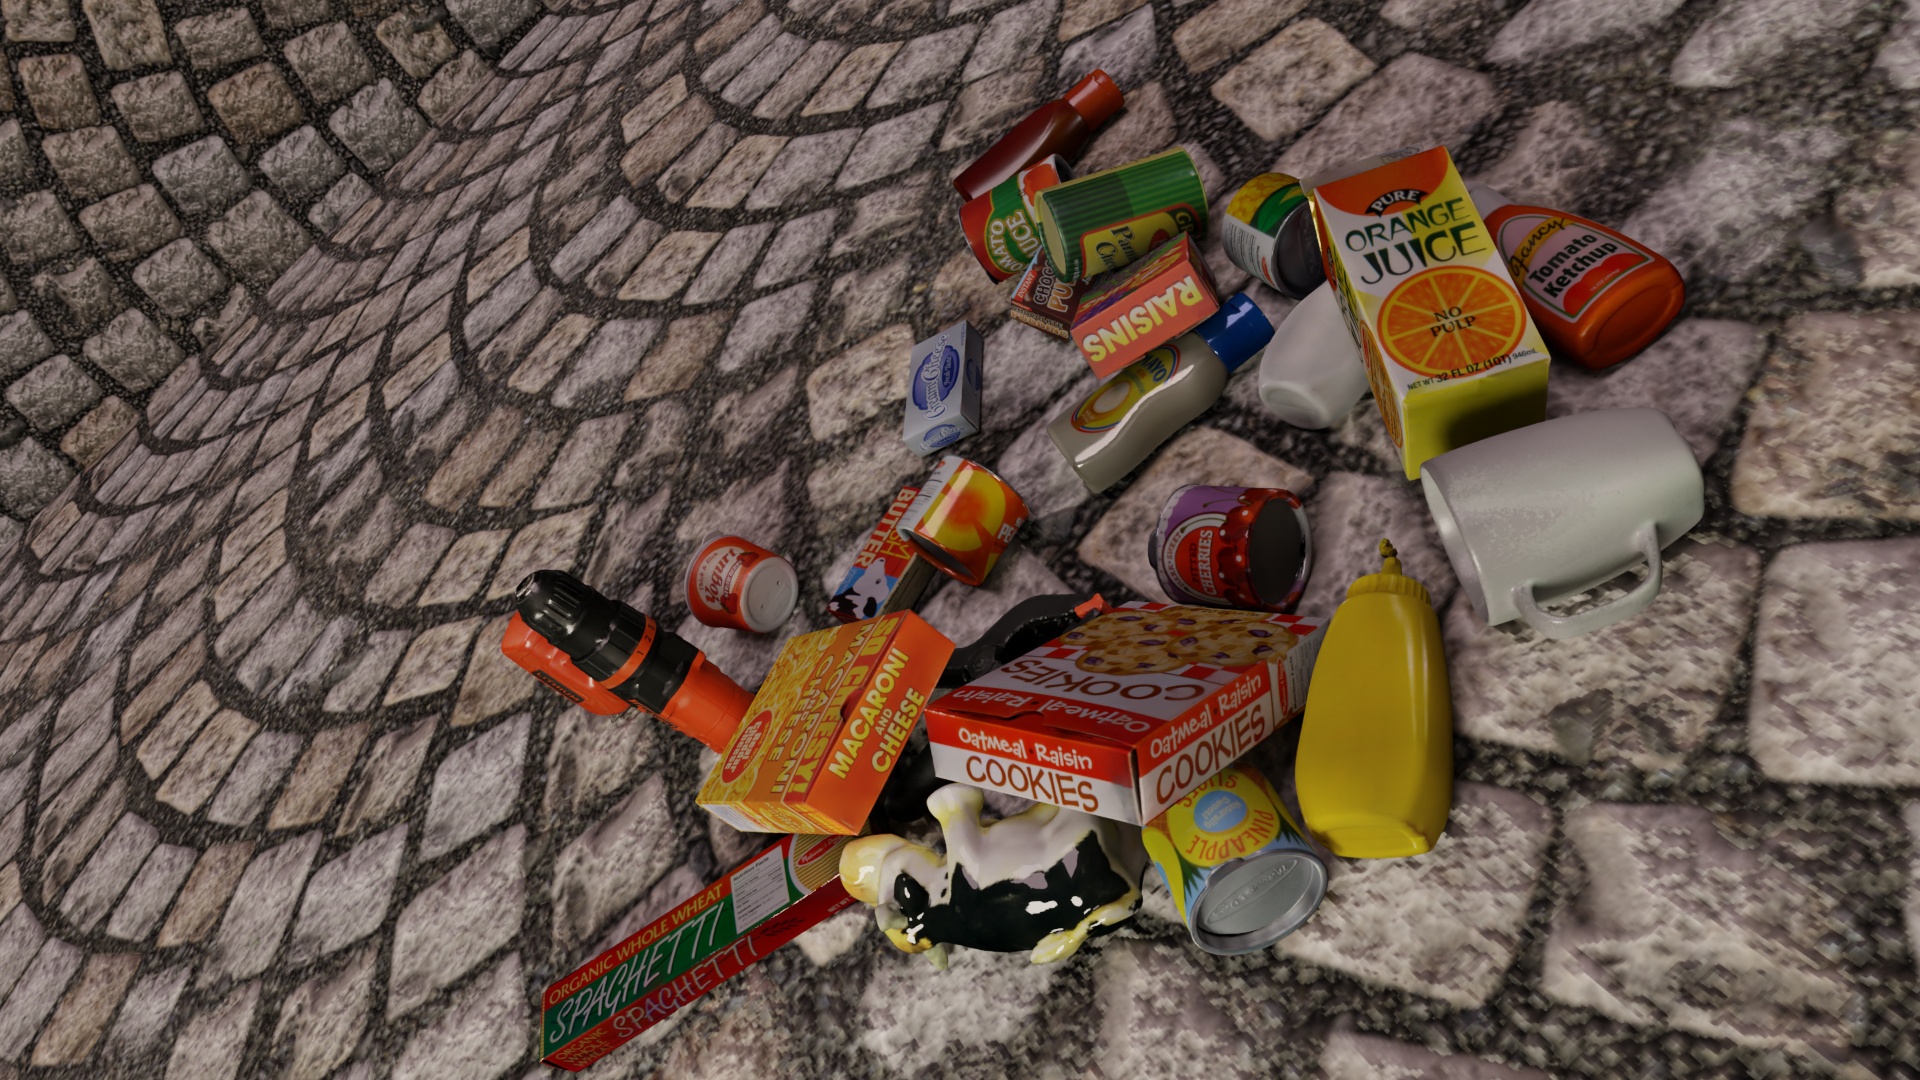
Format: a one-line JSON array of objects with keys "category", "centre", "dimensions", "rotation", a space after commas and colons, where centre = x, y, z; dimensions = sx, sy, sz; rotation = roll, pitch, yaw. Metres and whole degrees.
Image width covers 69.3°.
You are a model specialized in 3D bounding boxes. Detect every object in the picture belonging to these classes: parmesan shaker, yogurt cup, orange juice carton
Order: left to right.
[{"category": "yogurt cup", "centre": [-0.151, 0.033, 0.977], "dimensions": [0.054, 0.072, 0.072], "rotation": [12, 64, 39]}, {"category": "parmesan shaker", "centre": [0.109, -0.220, 0.949], "dimensions": [0.103, 0.071, 0.071], "rotation": [-19, 39, -5]}, {"category": "orange juice carton", "centre": [0.238, -0.135, 0.731], "dimensions": [0.072, 0.072, 0.193], "rotation": [-16, 56, 10]}]

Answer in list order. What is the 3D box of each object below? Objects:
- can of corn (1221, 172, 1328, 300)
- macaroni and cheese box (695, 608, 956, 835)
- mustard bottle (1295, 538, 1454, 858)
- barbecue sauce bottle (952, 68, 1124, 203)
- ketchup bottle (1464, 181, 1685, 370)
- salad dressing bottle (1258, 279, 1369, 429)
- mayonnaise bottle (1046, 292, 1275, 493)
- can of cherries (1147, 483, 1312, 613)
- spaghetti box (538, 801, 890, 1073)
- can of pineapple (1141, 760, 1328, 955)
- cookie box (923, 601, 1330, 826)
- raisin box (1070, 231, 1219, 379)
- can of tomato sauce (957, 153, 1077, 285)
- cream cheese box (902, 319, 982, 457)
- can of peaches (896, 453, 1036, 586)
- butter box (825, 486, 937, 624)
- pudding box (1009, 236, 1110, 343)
[{"category": "can of corn", "centre": [0.206, -0.190, 0.860], "dimensions": [0.071, 0.071, 0.058], "rotation": [-43, 37, 2]}, {"category": "macaroni and cheese box", "centre": [-0.083, 0.109, 0.812], "dimensions": [0.166, 0.040, 0.124], "rotation": [-19, 39, 58]}, {"category": "mustard bottle", "centre": [0.196, 0.066, 0.643], "dimensions": [0.065, 0.048, 0.161], "rotation": [-10, 48, 36]}, {"category": "barbecue sauce bottle", "centre": [0.065, -0.321, 1.128], "dimensions": [0.148, 0.043, 0.065], "rotation": [-40, 38, 4]}, {"category": "ketchup bottle", "centre": [0.312, -0.149, 0.744], "dimensions": [0.064, 0.043, 0.149], "rotation": [-39, 37, 8]}, {"category": "salad dressing bottle", "centre": [0.227, -0.134, 0.807], "dimensions": [0.064, 0.044, 0.148], "rotation": [17, 66, 44]}, {"category": "mayonnaise bottle", "centre": [0.126, -0.094, 0.862], "dimensions": [0.148, 0.041, 0.065], "rotation": [-38, 35, 6]}, {"category": "can of cherries", "centre": [0.142, 0.005, 0.731], "dimensions": [0.058, 0.071, 0.072], "rotation": [5, 59, 44]}, {"category": "spaghetti box", "centre": [-0.145, 0.231, 0.813], "dimensions": [0.249, 0.028, 0.050], "rotation": [-34, 39, 13]}, {"category": "can of pineapple", "centre": [0.121, 0.141, 0.623], "dimensions": [0.071, 0.071, 0.058], "rotation": [-38, 38, 8]}, {"category": "cookie box", "centre": [0.084, 0.074, 0.665], "dimensions": [0.123, 0.040, 0.168], "rotation": [4, 18, 44]}, {"category": "raisin box", "centre": [0.118, -0.151, 0.885], "dimensions": [0.086, 0.040, 0.124], "rotation": [-29, 13, 17]}, {"category": "can of tomato sauce", "centre": [0.051, -0.242, 1.048], "dimensions": [0.083, 0.071, 0.071], "rotation": [-25, 42, 22]}, {"category": "cream cheese box", "centre": [-0.012, -0.111, 1.017], "dimensions": [0.053, 0.024, 0.104], "rotation": [-24, 42, 26]}, {"category": "can of peaches", "centre": [0.003, -0.011, 0.878], "dimensions": [0.071, 0.071, 0.058], "rotation": [19, 69, 49]}, {"category": "butter box", "centre": [-0.041, 0.014, 0.926], "dimensions": [0.053, 0.024, 0.104], "rotation": [12, 64, 47]}, {"category": "pudding box", "centre": [0.074, -0.187, 0.987], "dimensions": [0.050, 0.030, 0.084], "rotation": [26, 69, 10]}]
